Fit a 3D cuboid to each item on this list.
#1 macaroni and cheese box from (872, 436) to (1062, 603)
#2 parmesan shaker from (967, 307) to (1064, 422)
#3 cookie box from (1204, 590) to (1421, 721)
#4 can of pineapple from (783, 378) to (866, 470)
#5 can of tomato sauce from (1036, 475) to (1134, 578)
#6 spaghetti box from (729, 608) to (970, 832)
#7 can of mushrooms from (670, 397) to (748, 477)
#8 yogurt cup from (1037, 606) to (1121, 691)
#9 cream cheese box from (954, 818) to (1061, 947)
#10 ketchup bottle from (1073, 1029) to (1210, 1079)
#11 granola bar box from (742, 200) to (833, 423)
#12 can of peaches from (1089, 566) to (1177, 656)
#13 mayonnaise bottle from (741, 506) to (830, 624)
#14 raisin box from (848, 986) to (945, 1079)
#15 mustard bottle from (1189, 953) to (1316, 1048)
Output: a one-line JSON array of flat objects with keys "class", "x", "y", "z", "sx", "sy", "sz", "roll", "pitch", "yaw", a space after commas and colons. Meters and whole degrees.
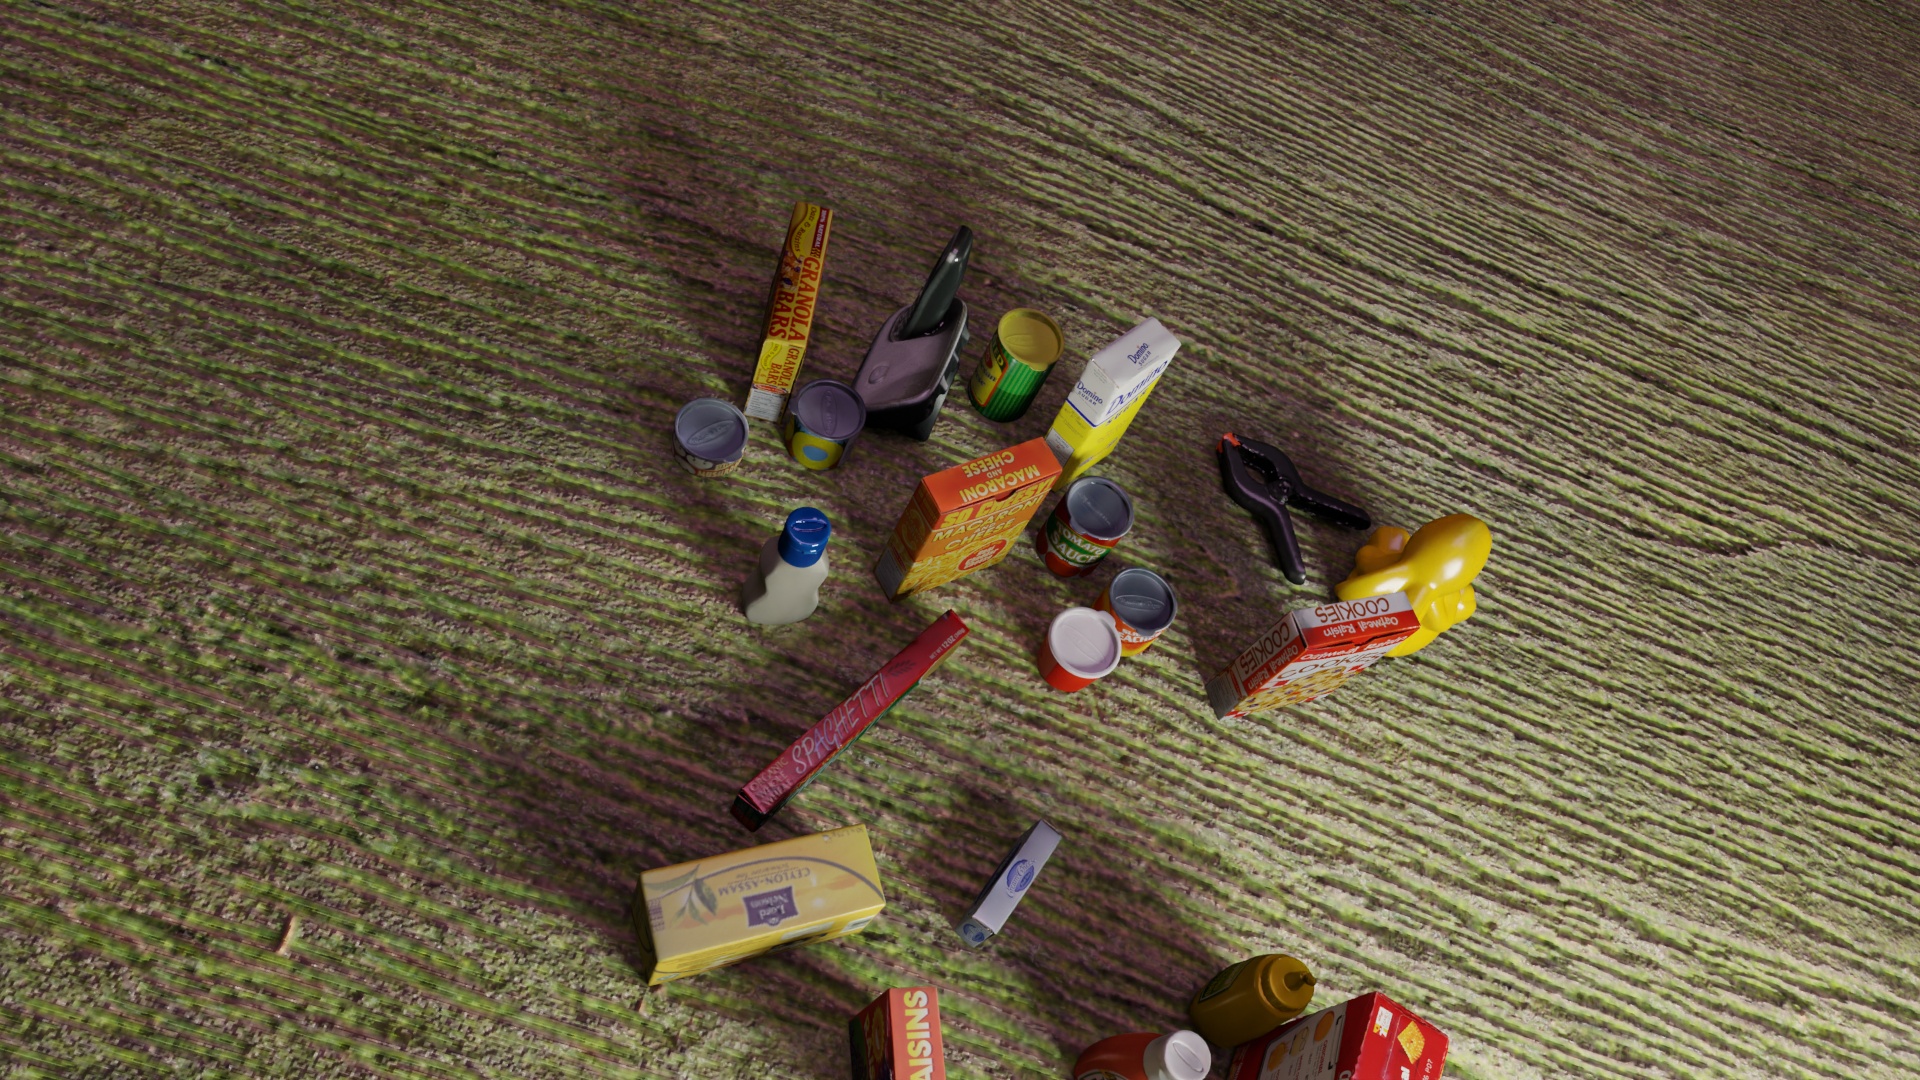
[{"class": "macaroni and cheese box", "x": 0.004, "y": -0.015, "z": 1.200, "sx": 0.124, "sy": 0.165, "sz": 0.040, "roll": -21, "pitch": 71, "yaw": -28}, {"class": "parmesan shaker", "x": 0.052, "y": -0.165, "z": 1.340, "sx": 0.071, "sy": 0.102, "sz": 0.071, "roll": 9, "pitch": 60, "yaw": -15}, {"class": "cookie box", "x": 0.311, "y": 0.105, "z": 1.239, "sx": 0.123, "sy": 0.166, "sz": 0.040, "roll": -8, "pitch": 65, "yaw": -23}, {"class": "can of pineapple", "x": -0.126, "y": -0.106, "z": 1.271, "sx": 0.071, "sy": 0.057, "sz": 0.071, "roll": 9, "pitch": 60, "yaw": -15}, {"class": "can of tomato sauce", "x": 0.113, "y": -0.010, "z": 1.285, "sx": 0.071, "sy": 0.082, "sz": 0.071, "roll": 9, "pitch": 60, "yaw": -15}, {"class": "spaghetti box", "x": -0.088, "y": 0.146, "z": 1.147, "sx": 0.029, "sy": 0.050, "sz": 0.251, "roll": 45, "pitch": 57, "yaw": 8}, {"class": "can of mushrooms", "x": -0.223, "y": -0.090, "z": 1.243, "sx": 0.071, "sy": 0.033, "sz": 0.071, "roll": 8, "pitch": 59, "yaw": -15}, {"class": "yogurt cup", "x": 0.102, "y": 0.100, "z": 1.237, "sx": 0.072, "sy": 0.053, "sz": 0.073, "roll": 9, "pitch": 60, "yaw": -15}, {"class": "cream cheese box", "x": 0.038, "y": 0.276, "z": 1.115, "sx": 0.024, "sy": 0.053, "sz": 0.104, "roll": 38, "pitch": 57, "yaw": 4}, {"class": "ketchup bottle", "x": 0.137, "y": 0.392, "z": 1.027, "sx": 0.065, "sy": 0.148, "sz": 0.044, "roll": 42, "pitch": 57, "yaw": 6}, {"class": "granola bar box", "x": -0.158, "y": -0.209, "z": 1.279, "sx": 0.039, "sy": 0.123, "sz": 0.166, "roll": 14, "pitch": 58, "yaw": -12}, {"class": "can of peaches", "x": 0.156, "y": 0.068, "z": 1.271, "sx": 0.071, "sy": 0.057, "sz": 0.071, "roll": 9, "pitch": 60, "yaw": -15}, {"class": "mayonnaise bottle", "x": -0.139, "y": 0.022, "z": 1.140, "sx": 0.065, "sy": 0.147, "sz": 0.041, "roll": -2, "pitch": 63, "yaw": -20}, {"class": "raisin box", "x": -0.046, "y": 0.373, "z": 0.989, "sx": 0.040, "sy": 0.122, "sz": 0.086, "roll": 3, "pitch": 61, "yaw": -18}, {"class": "mustard bottle", "x": 0.234, "y": 0.351, "z": 1.077, "sx": 0.065, "sy": 0.159, "sz": 0.049, "roll": -37, "pitch": 79, "yaw": -32}]
